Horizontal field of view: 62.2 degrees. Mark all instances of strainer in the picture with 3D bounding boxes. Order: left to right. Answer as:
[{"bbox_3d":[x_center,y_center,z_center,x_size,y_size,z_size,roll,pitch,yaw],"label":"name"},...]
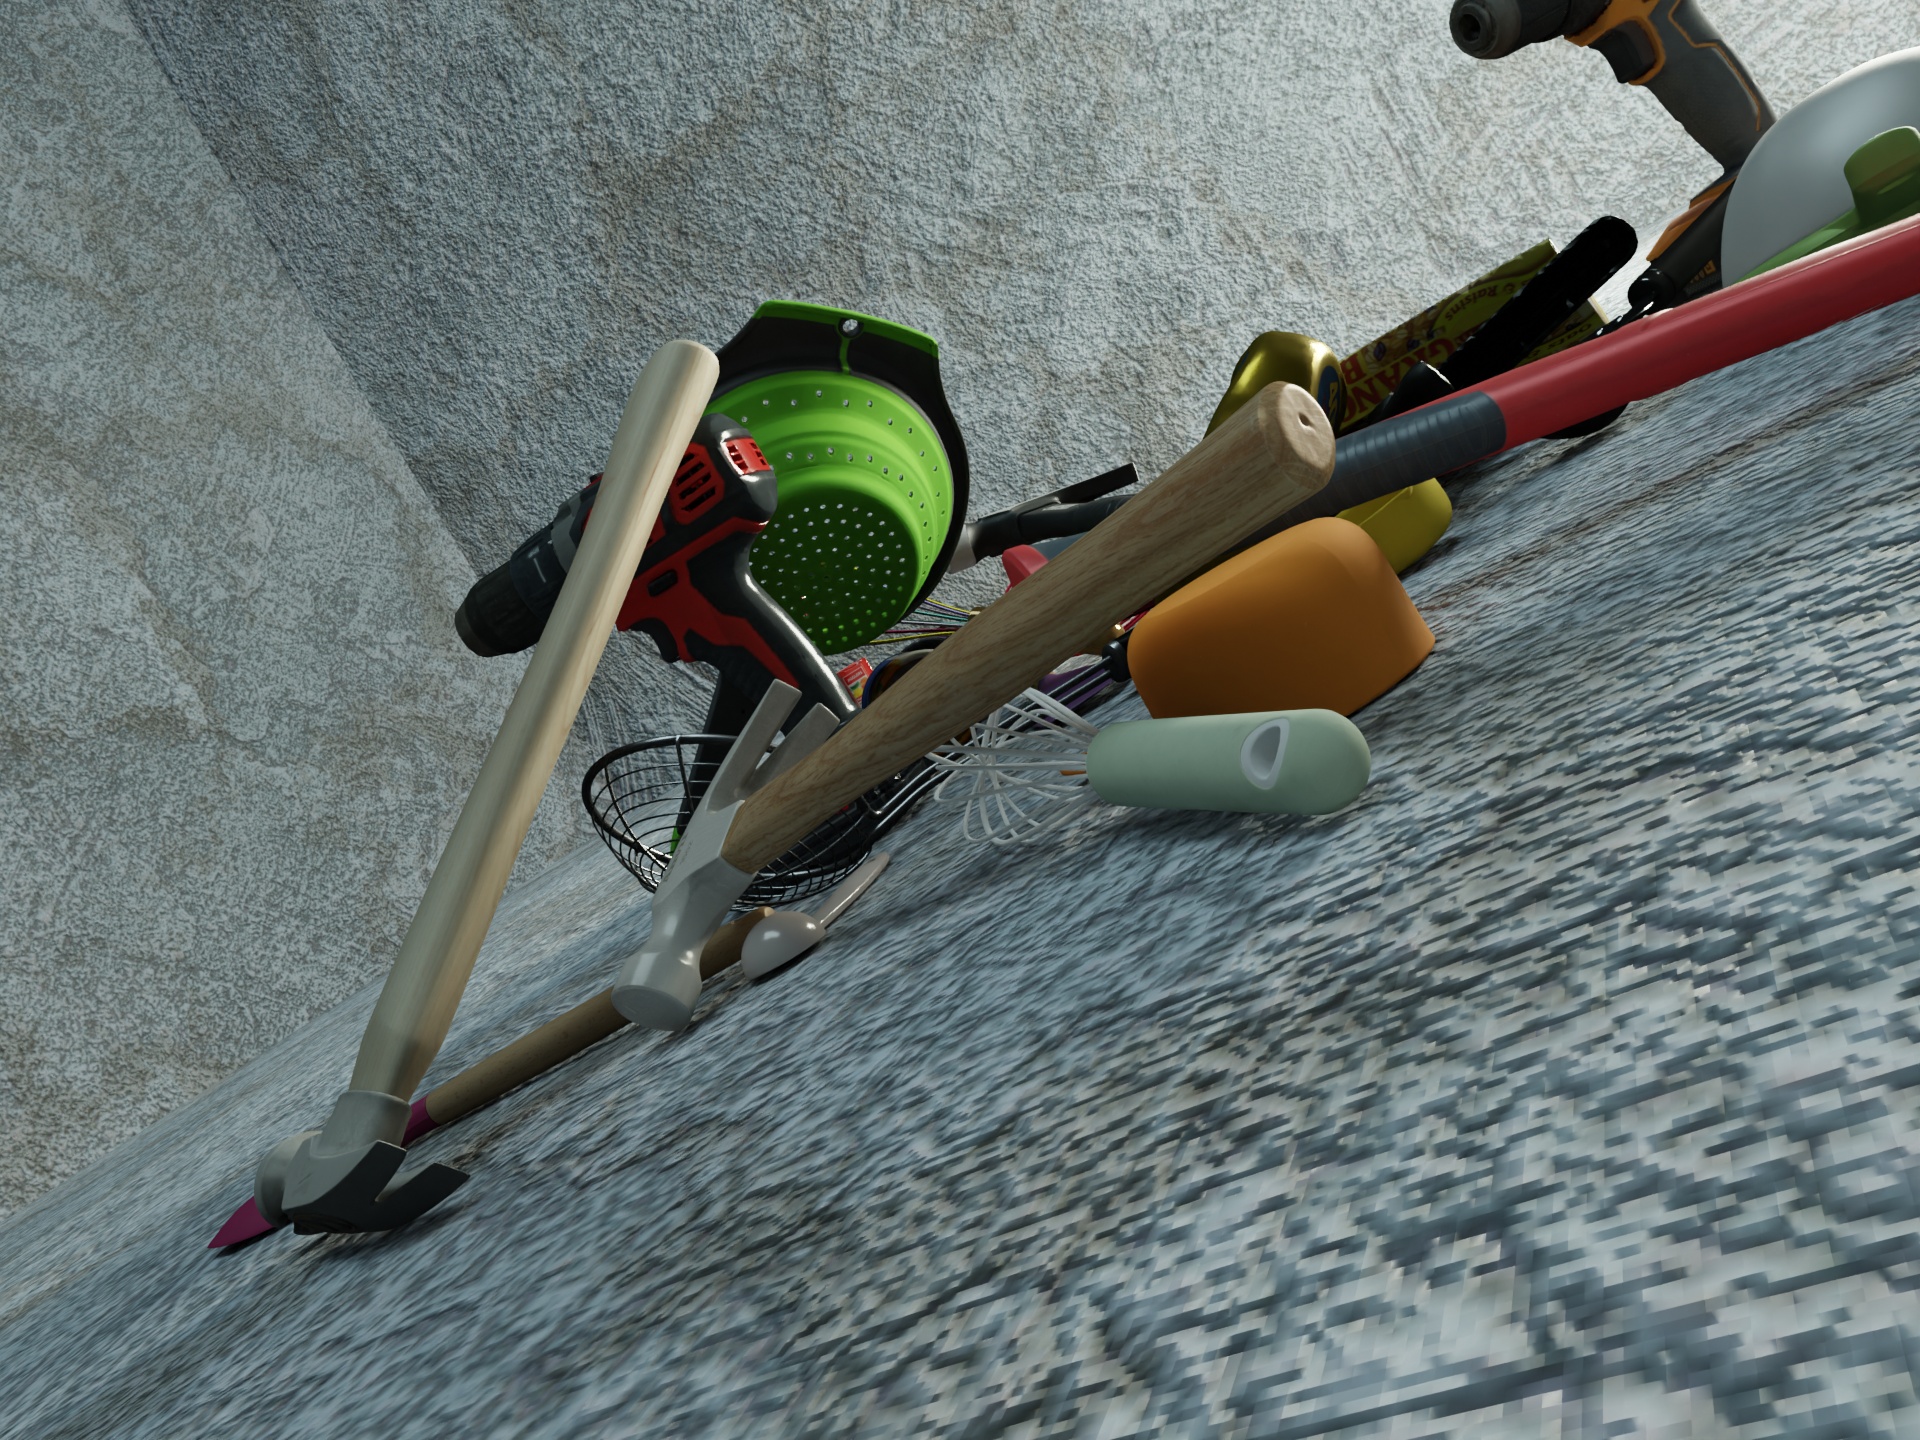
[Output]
[{"bbox_3d":[0.313,-0.190,0.725,0.258,0.050,0.087,-42,5,-26],"label":"strainer"},{"bbox_3d":[0.348,-0.222,0.615,0.151,0.069,0.256,-29,-5,32],"label":"strainer"}]

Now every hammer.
[{"bbox_3d":[-0.168,-0.001,0.645,0.146,0.038,0.411,-26,41,50],"label":"hammer"},{"bbox_3d":[-0.010,-0.006,0.517,0.331,0.031,0.130,-36,29,43],"label":"hammer"},{"bbox_3d":[0.082,-0.122,0.958,0.146,0.035,0.335,-20,10,-8],"label":"hammer"},{"bbox_3d":[0.191,-0.107,0.526,0.386,0.038,0.143,-19,9,27],"label":"hammer"}]

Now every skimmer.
[{"bbox_3d":[0.007,-0.019,0.738,0.363,0.090,0.127,-30,-27,-19],"label":"skimmer"}]

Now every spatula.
[{"bbox_3d":[0.051,-0.023,0.934,0.060,0.018,0.316,-34,6,-1],"label":"spatula"}]

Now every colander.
[{"bbox_3d":[-0.109,-0.038,0.929,0.095,0.204,0.396,-113,37,-51],"label":"colander"}]

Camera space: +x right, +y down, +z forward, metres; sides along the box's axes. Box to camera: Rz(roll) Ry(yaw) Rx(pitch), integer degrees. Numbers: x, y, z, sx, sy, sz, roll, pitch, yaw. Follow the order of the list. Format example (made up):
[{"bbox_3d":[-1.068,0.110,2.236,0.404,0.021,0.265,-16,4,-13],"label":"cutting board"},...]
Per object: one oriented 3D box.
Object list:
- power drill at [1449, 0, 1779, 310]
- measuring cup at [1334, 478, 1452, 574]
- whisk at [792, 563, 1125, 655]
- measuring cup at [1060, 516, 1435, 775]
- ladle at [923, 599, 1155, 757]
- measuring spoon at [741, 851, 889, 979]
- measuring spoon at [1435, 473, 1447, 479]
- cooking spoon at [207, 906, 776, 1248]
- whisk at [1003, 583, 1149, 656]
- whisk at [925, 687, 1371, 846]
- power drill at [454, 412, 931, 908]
[{"bbox_3d":[0.364,-0.322,0.829,0.185,0.226,0.084,-33,5,-23],"label":"power drill"},{"bbox_3d":[0.139,-0.044,0.632,0.156,0.029,0.062,-45,7,-16],"label":"measuring cup"},{"bbox_3d":[-0.010,-0.067,0.996,0.245,0.051,0.047,9,69,31],"label":"whisk"},{"bbox_3d":[0.073,-0.017,0.528,0.095,0.052,0.173,-34,8,-32],"label":"measuring cup"},{"bbox_3d":[-0.001,-0.003,0.885,0.315,0.031,0.069,-36,6,25],"label":"ladle"},{"bbox_3d":[-0.056,0.070,0.636,0.034,0.018,0.124,-29,4,22],"label":"measuring spoon"},{"bbox_3d":[0.233,-0.118,0.866,0.117,0.011,0.021,-26,6,16],"label":"measuring spoon"},{"bbox_3d":[-0.205,0.155,0.682,0.319,0.017,0.069,-30,6,17],"label":"cooking spoon"},{"bbox_3d":[0.153,-0.115,1.056,0.296,0.073,0.073,-25,4,-10],"label":"whisk"},{"bbox_3d":[0.046,0.014,0.471,0.246,0.059,0.058,175,110,-70],"label":"whisk"},{"bbox_3d":[-0.140,-0.019,0.816,0.188,0.226,0.080,-29,5,18],"label":"power drill"}]
